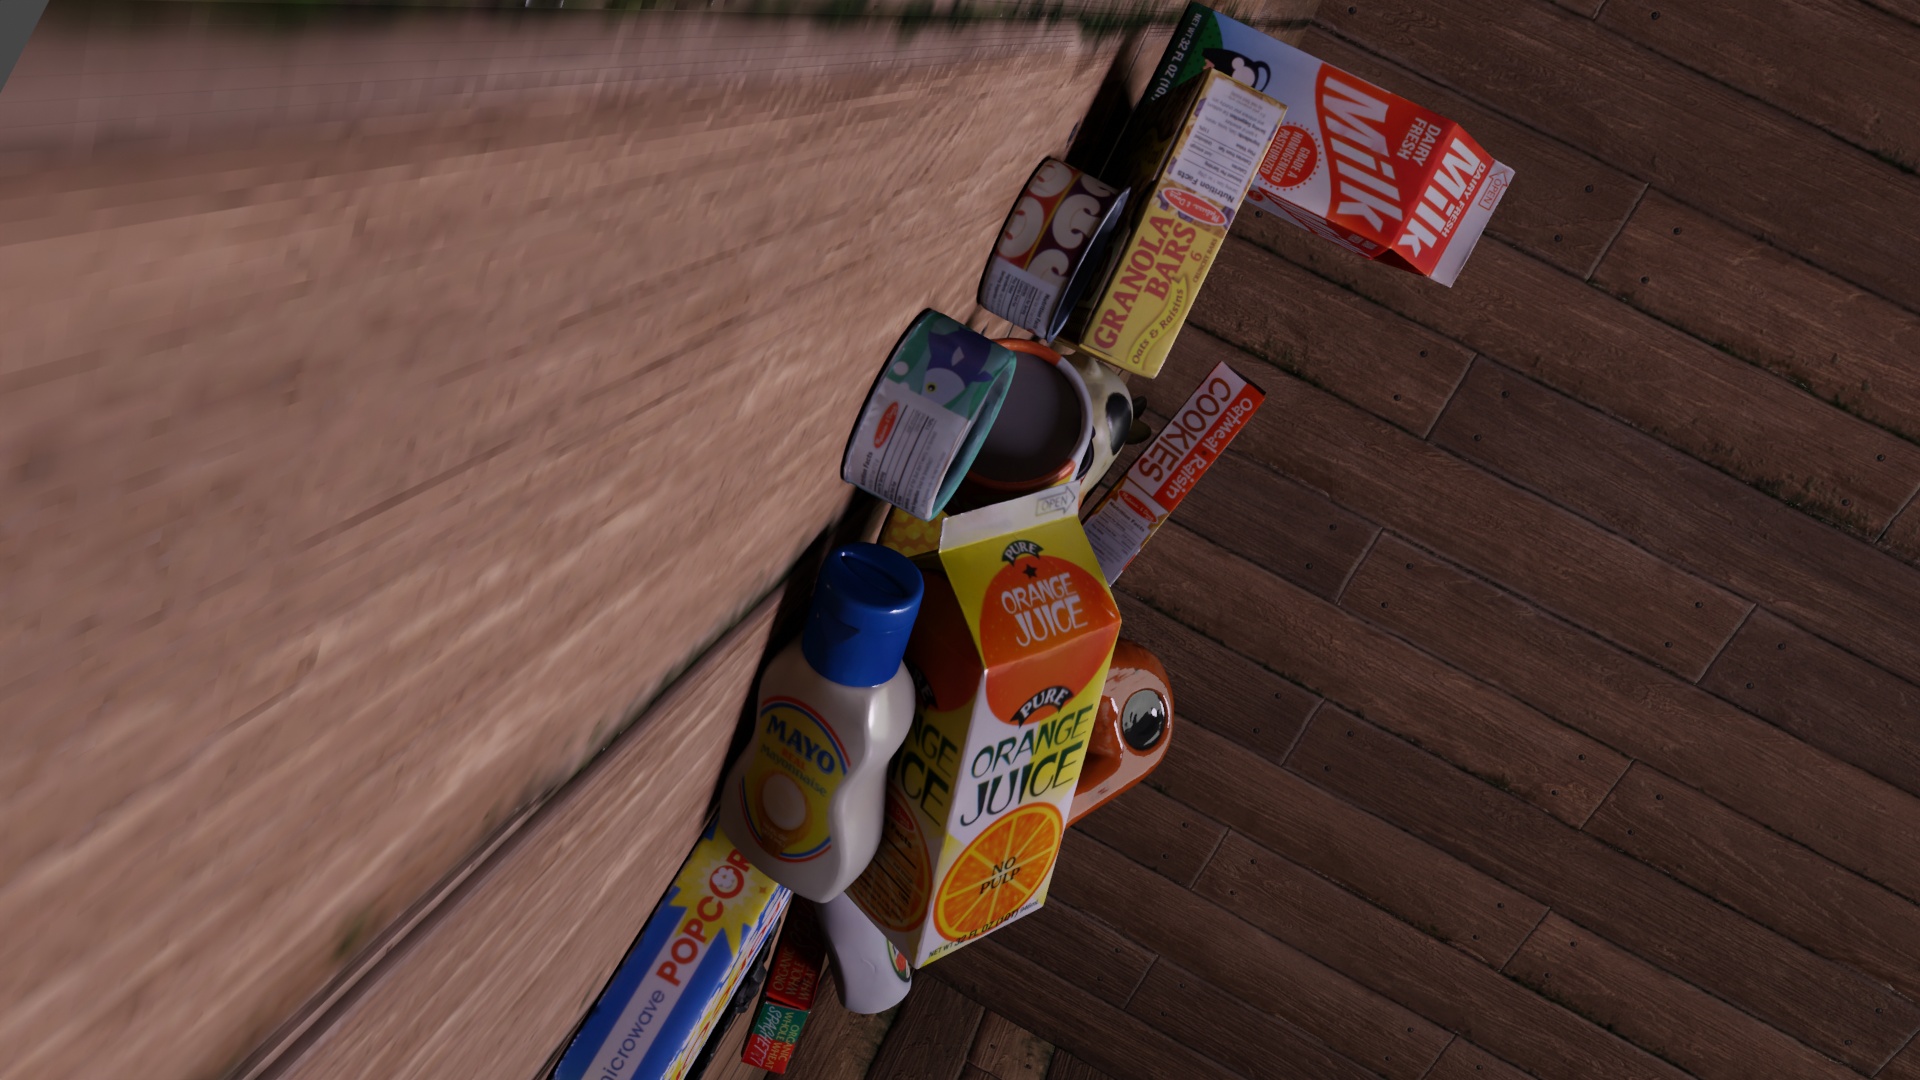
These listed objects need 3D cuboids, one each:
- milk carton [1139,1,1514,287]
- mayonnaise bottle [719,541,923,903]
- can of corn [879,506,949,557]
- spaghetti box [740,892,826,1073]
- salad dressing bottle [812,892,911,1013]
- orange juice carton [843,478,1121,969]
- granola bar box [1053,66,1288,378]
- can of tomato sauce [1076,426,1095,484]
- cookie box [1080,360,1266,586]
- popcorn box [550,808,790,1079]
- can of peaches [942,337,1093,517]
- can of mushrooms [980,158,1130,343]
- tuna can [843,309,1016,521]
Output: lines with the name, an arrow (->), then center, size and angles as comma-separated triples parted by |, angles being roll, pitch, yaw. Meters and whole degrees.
milk carton -> 0.194, -0.208, 0.746 | 0.072, 0.191, 0.073 | -63, 175, 10
mayonnaise bottle -> -0.049, 0.067, 0.512 | 0.041, 0.065, 0.147 | -37, 153, -48
can of corn -> 0.002, -0.008, 0.631 | 0.071, 0.058, 0.071 | -61, 175, -9
spaghetti box -> -0.094, 0.232, 0.882 | 0.251, 0.029, 0.050 | -77, -171, -69
salad dressing bottle -> -0.063, 0.197, 0.786 | 0.064, 0.044, 0.147 | -108, -173, -66
orange juice carton -> 0.003, 0.066, 0.548 | 0.072, 0.073, 0.191 | -14, 128, -39
granola bar box -> 0.084, -0.143, 0.643 | 0.166, 0.039, 0.124 | -111, -134, -79
can of tomato sauce -> 0.024, -0.026, 0.706 | 0.071, 0.071, 0.082 | -58, 174, -44
cookie box -> 0.116, -0.026, 0.893 | 0.168, 0.040, 0.122 | -48, 177, -19
popcorn box -> -0.114, 0.181, 0.569 | 0.127, 0.038, 0.084 | -59, 173, -32
can of peaches -> 0.016, -0.041, 0.563 | 0.071, 0.071, 0.058 | -61, 175, -16
can of mushrooms -> 0.037, -0.117, 0.550 | 0.071, 0.033, 0.071 | -61, 174, -10
tuna can -> -0.009, -0.043, 0.472 | 0.071, 0.033, 0.071 | -61, 175, -9
